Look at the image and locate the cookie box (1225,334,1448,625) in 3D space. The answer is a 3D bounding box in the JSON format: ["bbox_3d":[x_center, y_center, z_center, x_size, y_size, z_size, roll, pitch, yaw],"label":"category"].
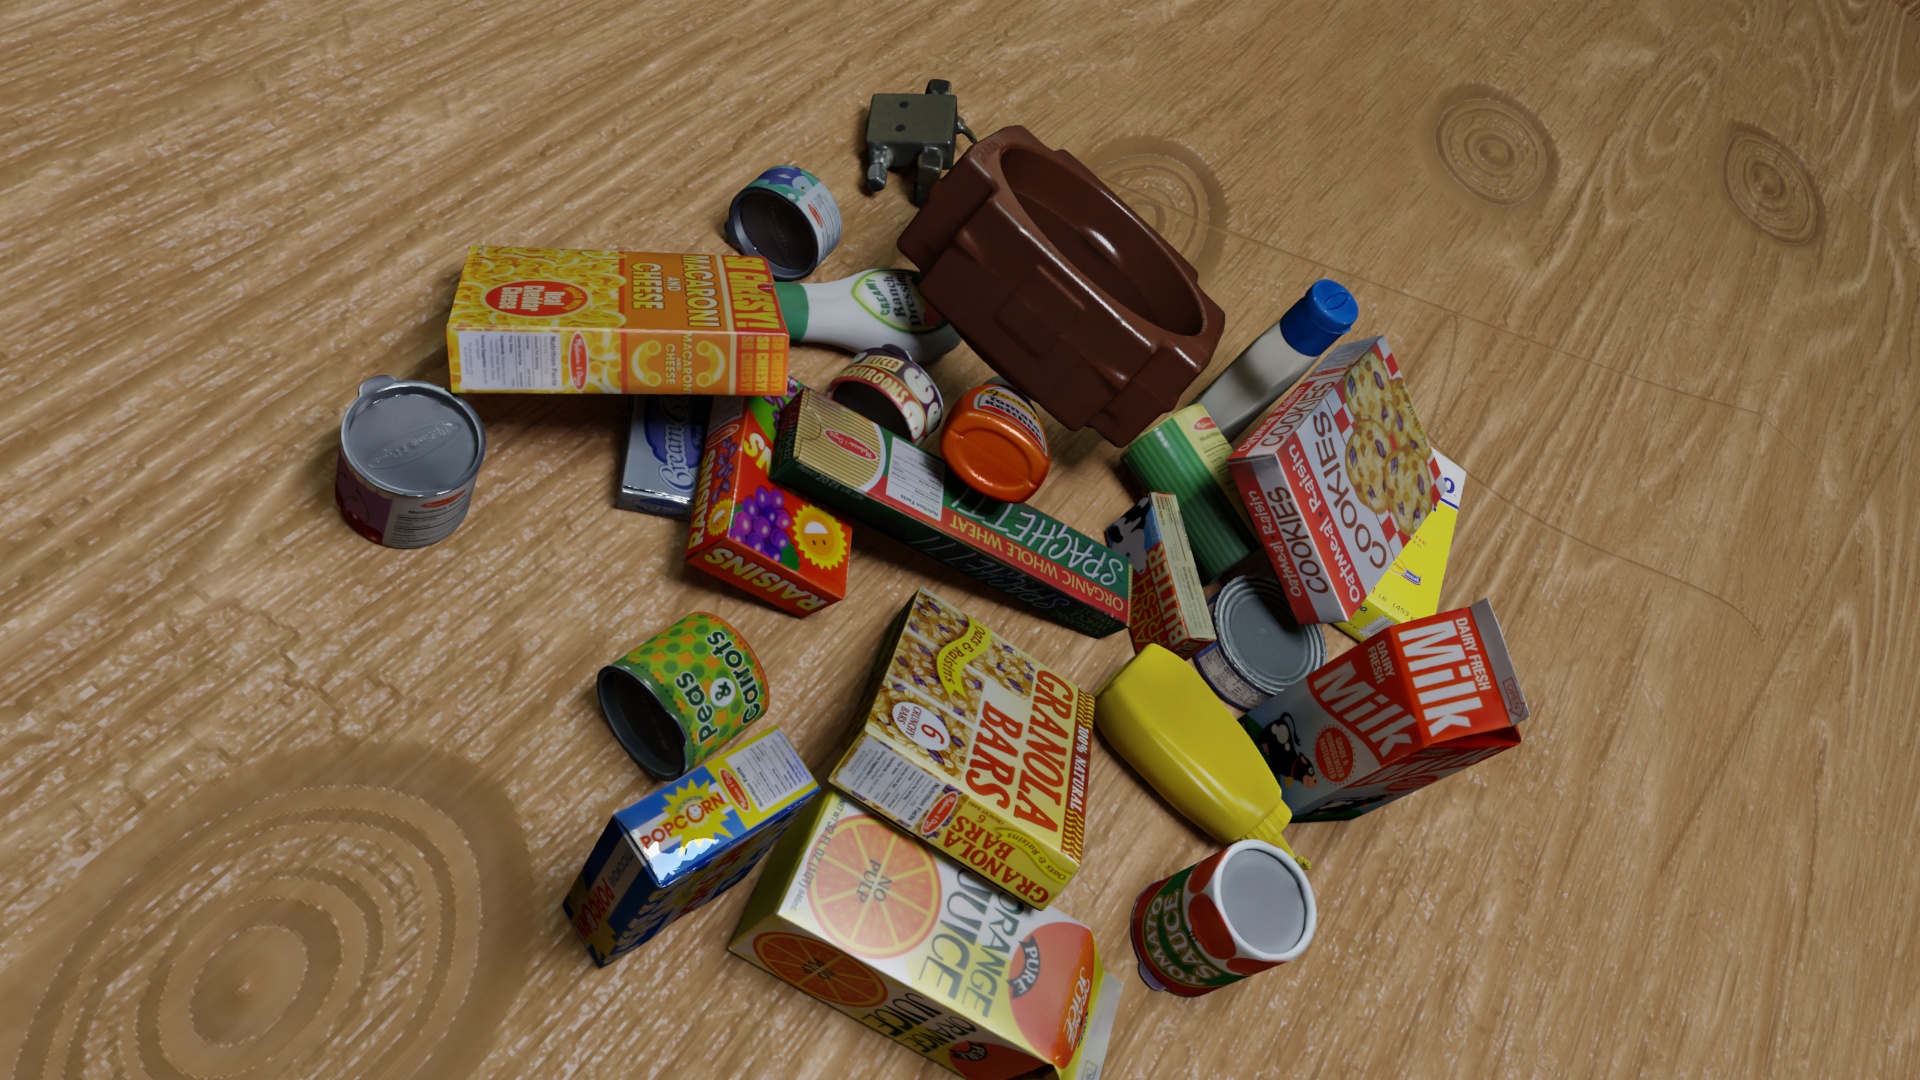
[{"bbox_3d":[0.247,-0.041,0.902,0.168,0.040,0.122,-41,111,-39],"label":"cookie box"}]

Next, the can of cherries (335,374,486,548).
[{"bbox_3d":[-0.277,-0.039,0.695,0.071,0.058,0.072,13,58,-21],"label":"can of cherries"}]

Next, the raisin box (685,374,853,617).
[{"bbox_3d":[-0.102,-0.030,0.779,0.086,0.040,0.124,31,47,-38],"label":"raisin box"}]

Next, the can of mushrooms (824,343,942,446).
[{"bbox_3d":[-0.047,-0.082,0.836,0.071,0.070,0.034,41,53,-1],"label":"can of mushrooms"}]

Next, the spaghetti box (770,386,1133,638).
[{"bbox_3d":[0.003,-0.010,0.810,0.250,0.028,0.050,27,51,-30],"label":"spaghetti box"}]

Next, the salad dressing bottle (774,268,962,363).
[{"bbox_3d":[-0.069,-0.143,0.877,0.148,0.043,0.064,-4,62,-30],"label":"salad dressing bottle"}]

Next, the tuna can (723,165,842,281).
[{"bbox_3d":[-0.112,-0.201,0.877,0.071,0.070,0.033,38,51,-3],"label":"tuna can"}]

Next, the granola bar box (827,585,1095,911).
[{"bbox_3d":[0.007,0.103,0.728,0.124,0.039,0.166,33,23,-6],"label":"granola bar box"}]

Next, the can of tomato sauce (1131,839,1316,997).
[{"bbox_3d":[0.141,0.207,0.756,0.071,0.082,0.071,14,56,-21],"label":"can of tomato sauce"}]

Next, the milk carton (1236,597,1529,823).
[{"bbox_3d":[0.250,0.103,0.808,0.073,0.189,0.072,3,61,-27],"label":"milk carton"}]

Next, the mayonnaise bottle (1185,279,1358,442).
[{"bbox_3d":[0.211,-0.119,0.946,0.065,0.147,0.041,-32,79,-38],"label":"mayonnaise bottle"}]

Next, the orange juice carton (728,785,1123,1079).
[{"bbox_3d":[-0.007,0.206,0.684,0.192,0.072,0.072,31,51,-9],"label":"orange juice carton"}]

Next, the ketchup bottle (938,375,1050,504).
[{"bbox_3d":[0.023,-0.067,0.838,0.065,0.043,0.149,34,17,-7],"label":"ketchup bottle"}]

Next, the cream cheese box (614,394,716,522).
[{"bbox_3d":[-0.163,-0.062,0.791,0.053,0.024,0.104,13,57,-22],"label":"cream cheese box"}]

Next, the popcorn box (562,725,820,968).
[{"bbox_3d":[-0.124,0.139,0.627,0.085,0.126,0.038,-28,75,-37],"label":"popcorn box"}]

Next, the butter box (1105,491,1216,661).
[{"bbox_3d":[0.125,0.026,0.875,0.024,0.053,0.104,3,61,-30],"label":"butter box"}]

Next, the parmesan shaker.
[{"bbox_3d":[0.159,-0.029,0.917,0.071,0.071,0.103,-24,76,-36],"label":"parmesan shaker"}]

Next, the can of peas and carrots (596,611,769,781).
[{"bbox_3d":[-0.137,0.077,0.693,0.071,0.070,0.059,50,51,6],"label":"can of peas and carrots"}]

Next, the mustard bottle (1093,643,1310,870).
[{"bbox_3d":[0.148,0.137,0.823,0.160,0.048,0.065,49,51,5],"label":"mustard bottle"}]

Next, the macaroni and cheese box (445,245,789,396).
[{"bbox_3d":[-0.181,-0.120,0.747,0.167,0.040,0.124,-1,30,-14],"label":"macaroni and cheese box"}]
